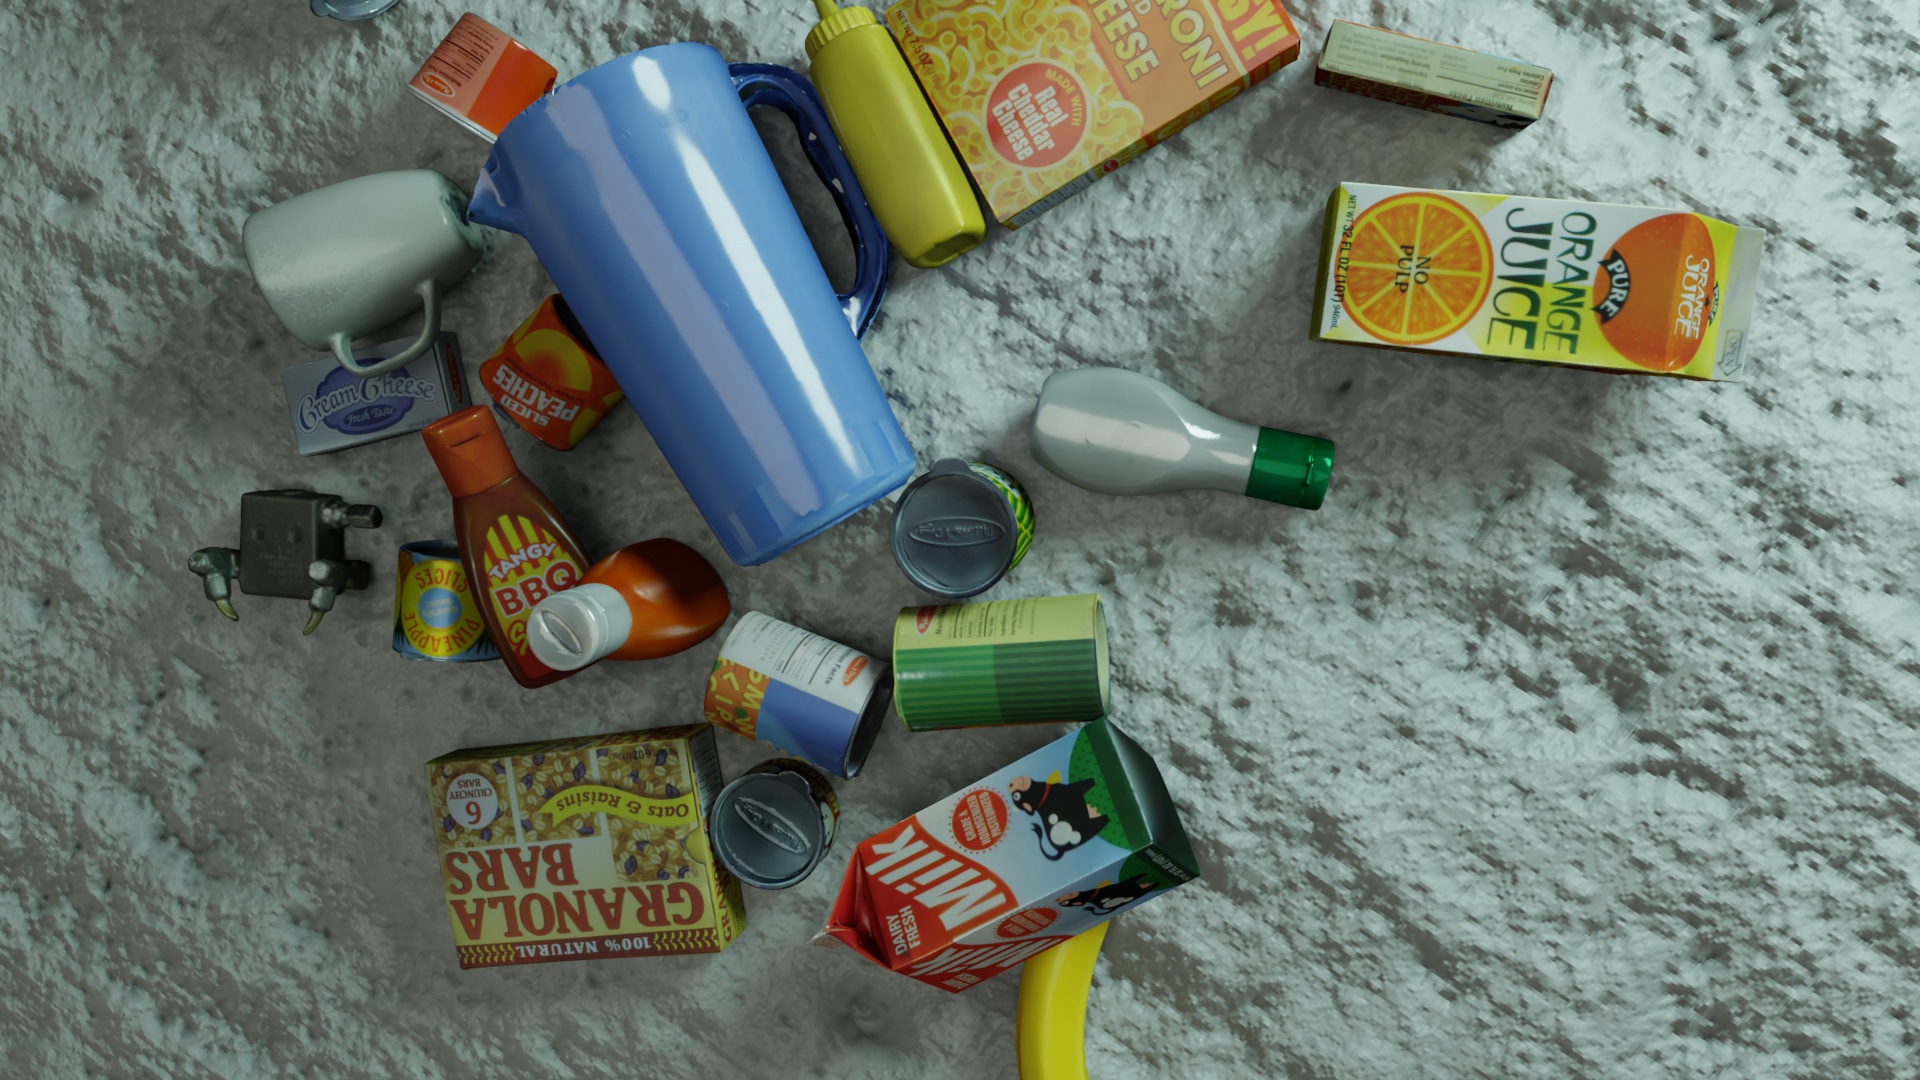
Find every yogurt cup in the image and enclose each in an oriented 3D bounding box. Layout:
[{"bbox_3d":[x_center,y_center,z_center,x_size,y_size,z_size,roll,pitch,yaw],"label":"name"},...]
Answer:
[{"bbox_3d":[-0.254,-0.245,0.745,0.072,0.072,0.054,32,94,7],"label":"yogurt cup"}]

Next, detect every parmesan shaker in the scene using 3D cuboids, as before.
[{"bbox_3d":[0.023,0.065,0.716,0.103,0.071,0.071,-4,95,12],"label":"parmesan shaker"}]

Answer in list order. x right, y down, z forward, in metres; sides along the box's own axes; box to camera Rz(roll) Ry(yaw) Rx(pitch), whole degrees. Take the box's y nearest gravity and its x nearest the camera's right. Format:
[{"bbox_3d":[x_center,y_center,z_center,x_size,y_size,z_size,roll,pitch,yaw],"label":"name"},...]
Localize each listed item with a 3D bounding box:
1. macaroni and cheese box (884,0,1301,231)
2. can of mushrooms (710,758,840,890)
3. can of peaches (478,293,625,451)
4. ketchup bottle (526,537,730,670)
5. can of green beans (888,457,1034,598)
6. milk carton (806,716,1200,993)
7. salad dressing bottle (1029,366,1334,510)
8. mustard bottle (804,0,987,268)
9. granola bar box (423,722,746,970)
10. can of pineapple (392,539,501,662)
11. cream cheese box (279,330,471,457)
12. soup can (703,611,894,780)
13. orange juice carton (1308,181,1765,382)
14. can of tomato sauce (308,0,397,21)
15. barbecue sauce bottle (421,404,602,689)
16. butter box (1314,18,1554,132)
[{"bbox_3d":[0.065,-0.251,0.689,0.166,0.040,0.123,-29,89,14],"label":"macaroni and cheese box"},{"bbox_3d":[-0.101,0.155,0.771,0.071,0.033,0.071,1,96,12],"label":"can of mushrooms"},{"bbox_3d":[-0.215,-0.091,0.749,0.058,0.071,0.071,-42,87,12],"label":"can of peaches"},{"bbox_3d":[-0.170,0.034,0.713,0.043,0.149,0.065,-44,87,12],"label":"ketchup bottle"},{"bbox_3d":[0.002,-0.007,0.719,0.071,0.058,0.071,1,97,12],"label":"can of green beans"},{"bbox_3d":[0.017,0.173,0.715,0.190,0.072,0.074,-30,54,14],"label":"milk carton"},{"bbox_3d":[0.111,-0.048,0.701,0.148,0.044,0.064,13,97,9],"label":"salad dressing bottle"},{"bbox_3d":[-0.041,-0.217,0.705,0.048,0.065,0.160,-28,85,16],"label":"mustard bottle"},{"bbox_3d":[-0.215,0.176,0.794,0.165,0.039,0.124,-8,95,13],"label":"granola bar box"},{"bbox_3d":[-0.282,0.033,0.777,0.071,0.071,0.057,8,98,11],"label":"can of pineapple"},{"bbox_3d":[-0.336,-0.084,0.799,0.104,0.024,0.053,-11,93,13],"label":"cream cheese box"},{"bbox_3d":[-0.086,0.084,0.745,0.084,0.071,0.071,20,100,10],"label":"soup can"},{"bbox_3d":[0.265,-0.118,0.645,0.193,0.073,0.071,8,98,10],"label":"orange juice carton"},{"bbox_3d":[-0.347,-0.335,0.753,0.071,0.071,0.083,-44,86,13],"label":"can of tomato sauce"},{"bbox_3d":[-0.236,0.002,0.737,0.065,0.044,0.148,-26,111,-17],"label":"barbecue sauce bottle"},{"bbox_3d":[0.220,-0.218,0.654,0.103,0.053,0.024,17,103,10],"label":"butter box"}]
